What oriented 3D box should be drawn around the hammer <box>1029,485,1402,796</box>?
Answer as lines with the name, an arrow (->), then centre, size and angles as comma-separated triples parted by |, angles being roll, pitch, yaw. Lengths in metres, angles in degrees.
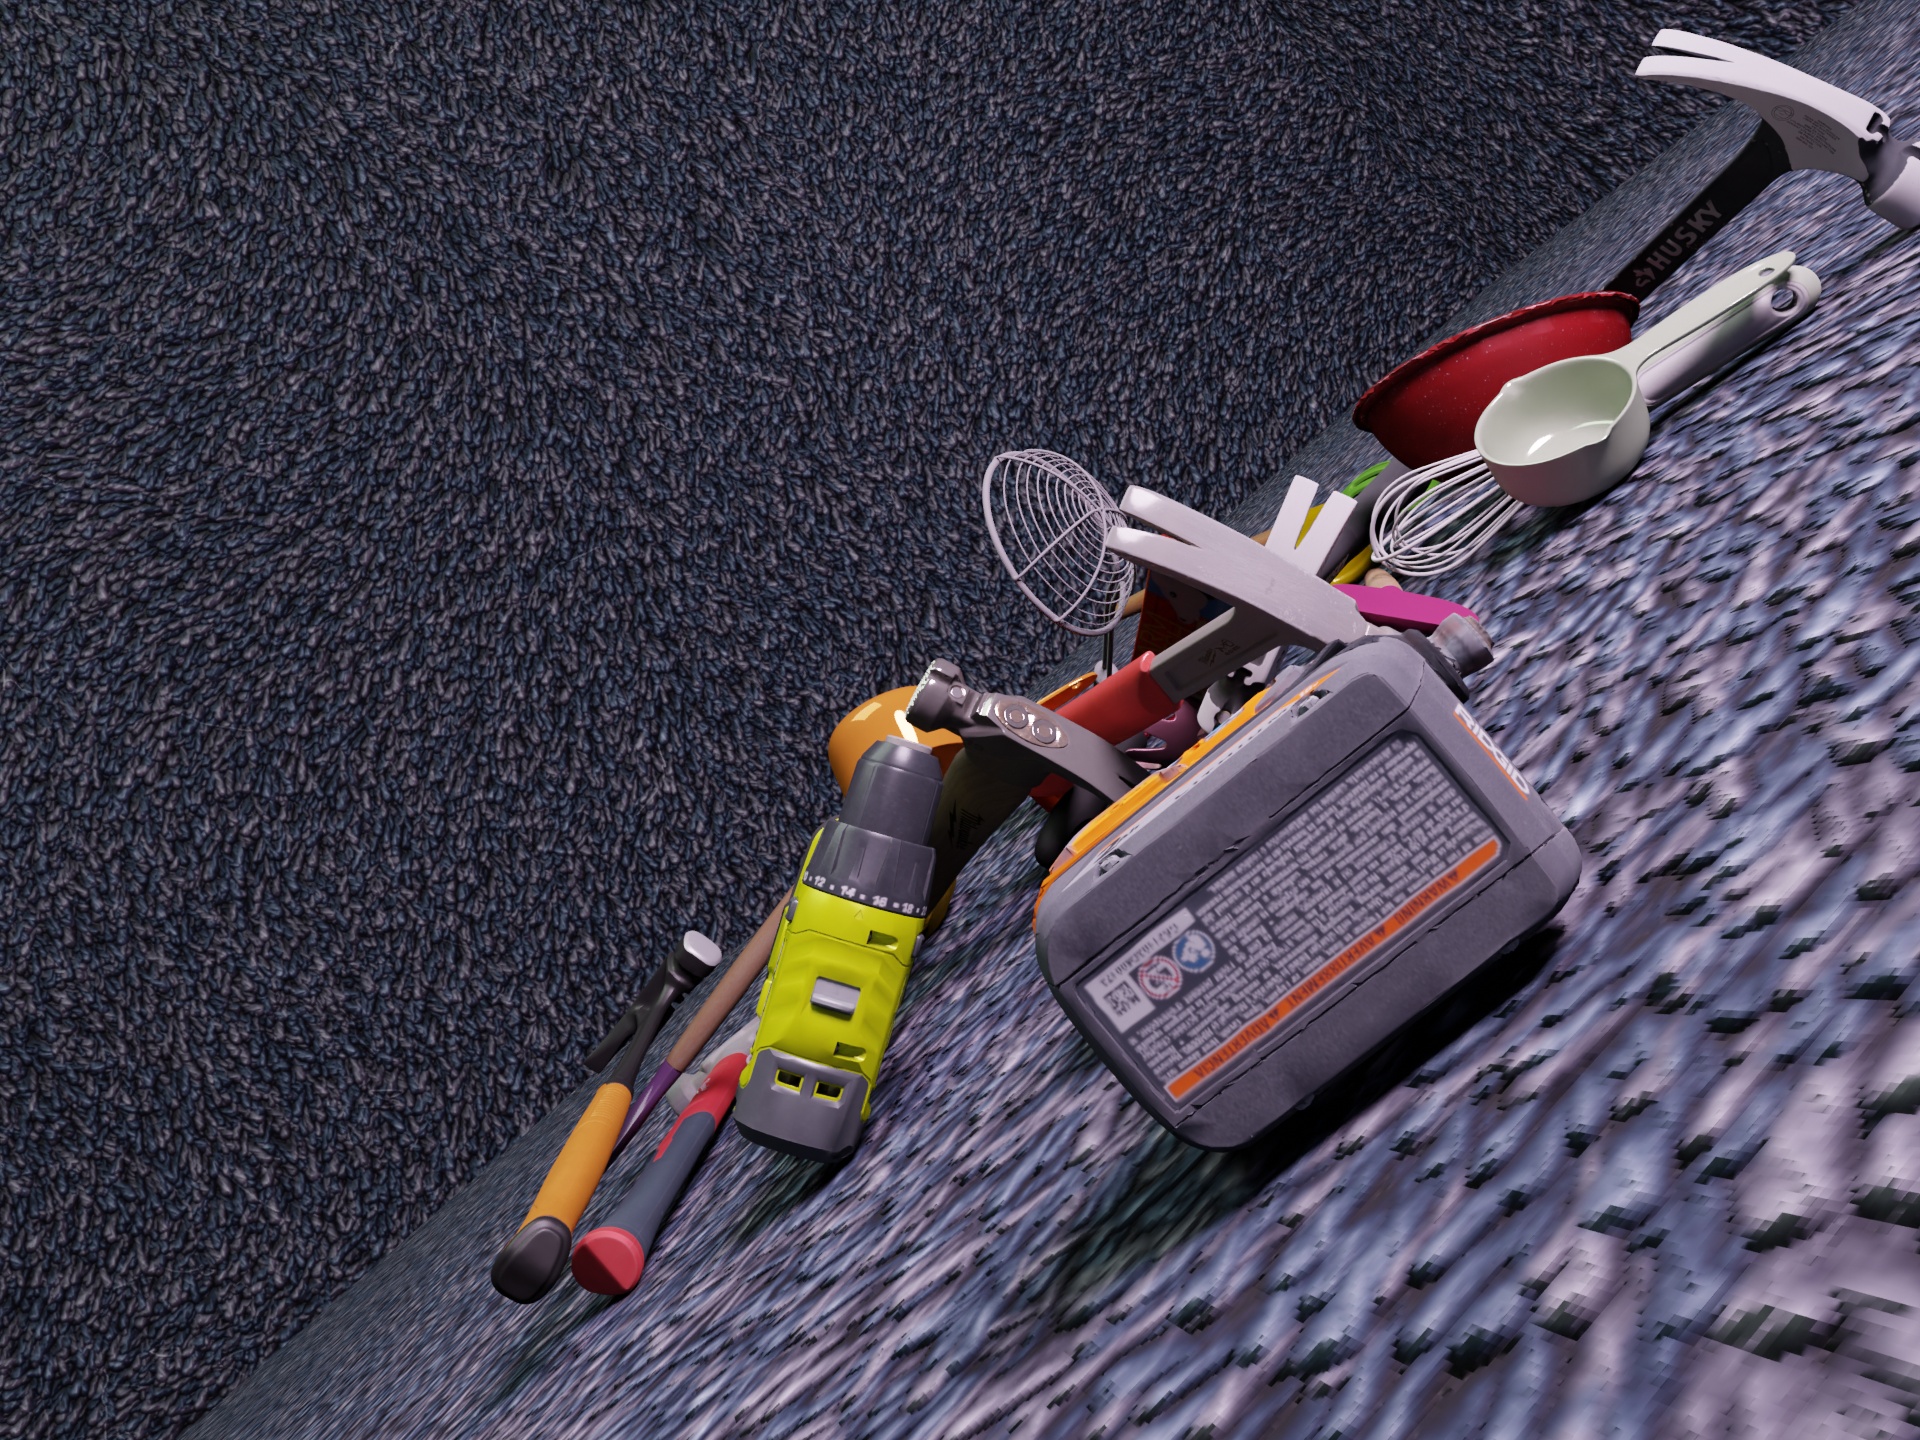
hammer -> 0.081, -0.015, 0.818 | 0.037, 0.149, 0.359 | -67, 10, -18

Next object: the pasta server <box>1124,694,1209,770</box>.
pasta server -> 0.182, -0.041, 1.044 | 0.316, 0.040, 0.060 | -40, -32, -56

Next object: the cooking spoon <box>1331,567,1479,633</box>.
cooking spoon -> 0.223, -0.064, 0.828 | 0.319, 0.069, 0.017 | -34, -46, -75

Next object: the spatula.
spatula -> -0.169, 0.202, 1.026 | 0.316, 0.018, 0.060 | -53, 4, 2

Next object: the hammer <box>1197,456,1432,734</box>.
hammer -> 0.234, -0.114, 0.959 | 0.335, 0.035, 0.146 | -40, -28, -52

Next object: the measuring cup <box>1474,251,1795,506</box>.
measuring cup -> 0.326, -0.160, 0.755 | 0.167, 0.038, 0.083 | -34, 32, 5

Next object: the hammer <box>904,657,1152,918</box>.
hammer -> -0.015, 0.101, 0.987 | 0.038, 0.146, 0.410 | -64, 5, -33

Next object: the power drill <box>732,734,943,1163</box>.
power drill -> -0.054, 0.105, 0.807 | 0.228, 0.080, 0.190 | 135, 151, -85

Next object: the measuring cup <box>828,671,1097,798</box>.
measuring cup -> -0.002, -0.003, 0.983 | 0.173, 0.052, 0.095 | -30, -22, 0

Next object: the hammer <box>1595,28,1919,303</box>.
hammer -> 0.368, -0.239, 0.920 | 0.036, 0.149, 0.409 | -56, -1, -15

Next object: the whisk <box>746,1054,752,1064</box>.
whisk -> -0.097, 0.208, 0.916 | 0.047, 0.051, 0.245 | -62, 7, -2

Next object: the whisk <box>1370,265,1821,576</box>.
whisk -> 0.314, -0.148, 0.807 | 0.246, 0.058, 0.059 | -34, 8, 30

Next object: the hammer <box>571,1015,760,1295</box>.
hammer -> -0.162, 0.256, 1.011 | 0.143, 0.038, 0.386 | -39, 2, 4

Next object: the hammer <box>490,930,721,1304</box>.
hammer -> -0.216, 0.239, 0.947 | 0.127, 0.034, 0.337 | -52, 8, 13

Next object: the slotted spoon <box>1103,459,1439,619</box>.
slotted spoon -> 0.238, -0.138, 1.282 | 0.314, 0.031, 0.070 | -24, 29, 39

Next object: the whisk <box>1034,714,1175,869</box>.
whisk -> 0.120, -0.001, 1.050 | 0.073, 0.073, 0.296 | -39, 9, 48

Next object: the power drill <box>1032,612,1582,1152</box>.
power drill -> 0.103, 0.026, 0.468 | 0.164, 0.084, 0.226 | -40, -2, 8

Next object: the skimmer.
skimmer -> 0.072, -0.055, 1.096 | 0.090, 0.127, 0.363 | -10, -26, 1
